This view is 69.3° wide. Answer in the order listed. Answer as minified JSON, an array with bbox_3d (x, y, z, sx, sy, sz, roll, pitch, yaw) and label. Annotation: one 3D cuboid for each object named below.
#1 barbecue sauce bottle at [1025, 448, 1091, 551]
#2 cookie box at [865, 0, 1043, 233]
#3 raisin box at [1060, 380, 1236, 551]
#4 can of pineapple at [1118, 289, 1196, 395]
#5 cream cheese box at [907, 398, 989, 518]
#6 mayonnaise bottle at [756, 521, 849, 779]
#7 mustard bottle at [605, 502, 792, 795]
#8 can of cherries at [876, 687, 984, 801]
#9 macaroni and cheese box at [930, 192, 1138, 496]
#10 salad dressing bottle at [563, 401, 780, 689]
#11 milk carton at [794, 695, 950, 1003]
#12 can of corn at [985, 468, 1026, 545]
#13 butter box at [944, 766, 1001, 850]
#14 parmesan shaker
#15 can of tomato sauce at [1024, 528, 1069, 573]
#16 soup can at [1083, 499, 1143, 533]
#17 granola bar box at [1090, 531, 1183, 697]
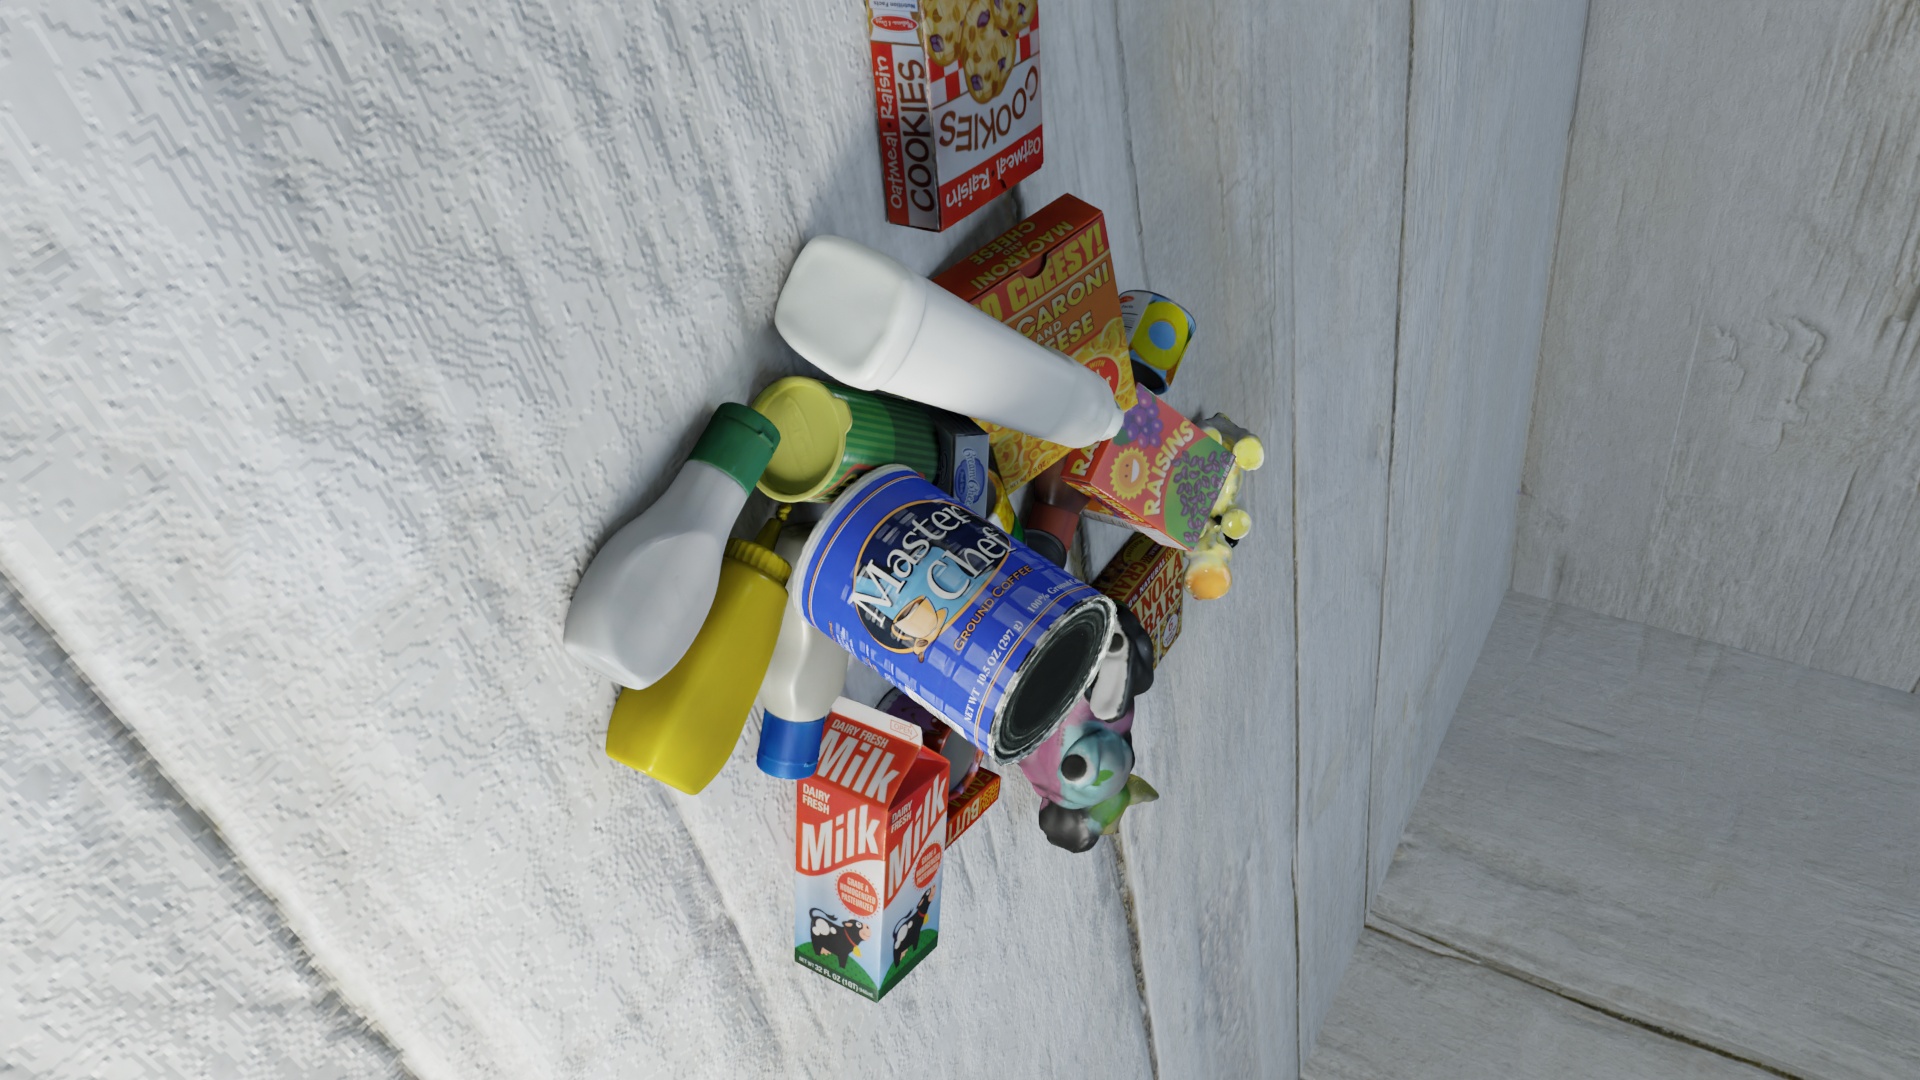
[{"bbox_3d":[0.084,-0.060,1.051,0.065,0.044,0.148,17,90,-53],"label":"barbecue sauce bottle"},{"bbox_3d":[0.001,-0.277,0.795,0.123,0.040,0.166,-43,139,-43],"label":"cookie box"},{"bbox_3d":[0.141,-0.056,1.038,0.123,0.040,0.086,30,83,-37],"label":"raisin box"},{"bbox_3d":[0.144,-0.153,1.085,0.058,0.071,0.071,-65,150,-14],"label":"can of pineapple"},{"bbox_3d":[-0.010,-0.053,0.839,0.024,0.104,0.053,-4,111,-17],"label":"cream cheese box"},{"bbox_3d":[-0.091,0.064,0.808,0.065,0.041,0.147,-9,113,-57],"label":"mayonnaise bottle"},{"bbox_3d":[-0.126,0.051,0.729,0.160,0.049,0.065,-65,149,-17],"label":"mustard bottle"},{"bbox_3d":[-0.024,0.140,0.947,0.072,0.058,0.071,-36,134,-49],"label":"can of cherries"},{"bbox_3d":[0.051,-0.126,0.918,0.124,0.040,0.165,-36,139,-16],"label":"macaroni and cheese box"},{"bbox_3d":[-0.139,0.000,0.687,0.064,0.044,0.148,49,60,-42],"label":"salad dressing bottle"},{"bbox_3d":[-0.058,0.192,0.899,0.074,0.072,0.189,-29,128,-52],"label":"milk carton"},{"bbox_3d":[0.003,-0.011,0.913,0.071,0.071,0.058,-60,148,-24],"label":"can of corn"},{"bbox_3d":[-0.019,0.190,0.987,0.104,0.053,0.024,-33,134,-50],"label":"butter box"},{"bbox_3d":[-0.061,-0.053,0.768,0.103,0.071,0.071,3,101,-61],"label":"parmesan shaker"},{"bbox_3d":[0.049,0.042,1.022,0.071,0.071,0.082,-52,145,-34],"label":"can of tomato sauce"},{"bbox_3d":[0.151,-0.042,1.137,0.072,0.084,0.071,-37,135,-49],"label":"soup can"},{"bbox_3d":[0.148,0.077,1.241,0.166,0.039,0.123,-46,141,-42],"label":"granola bar box"}]
